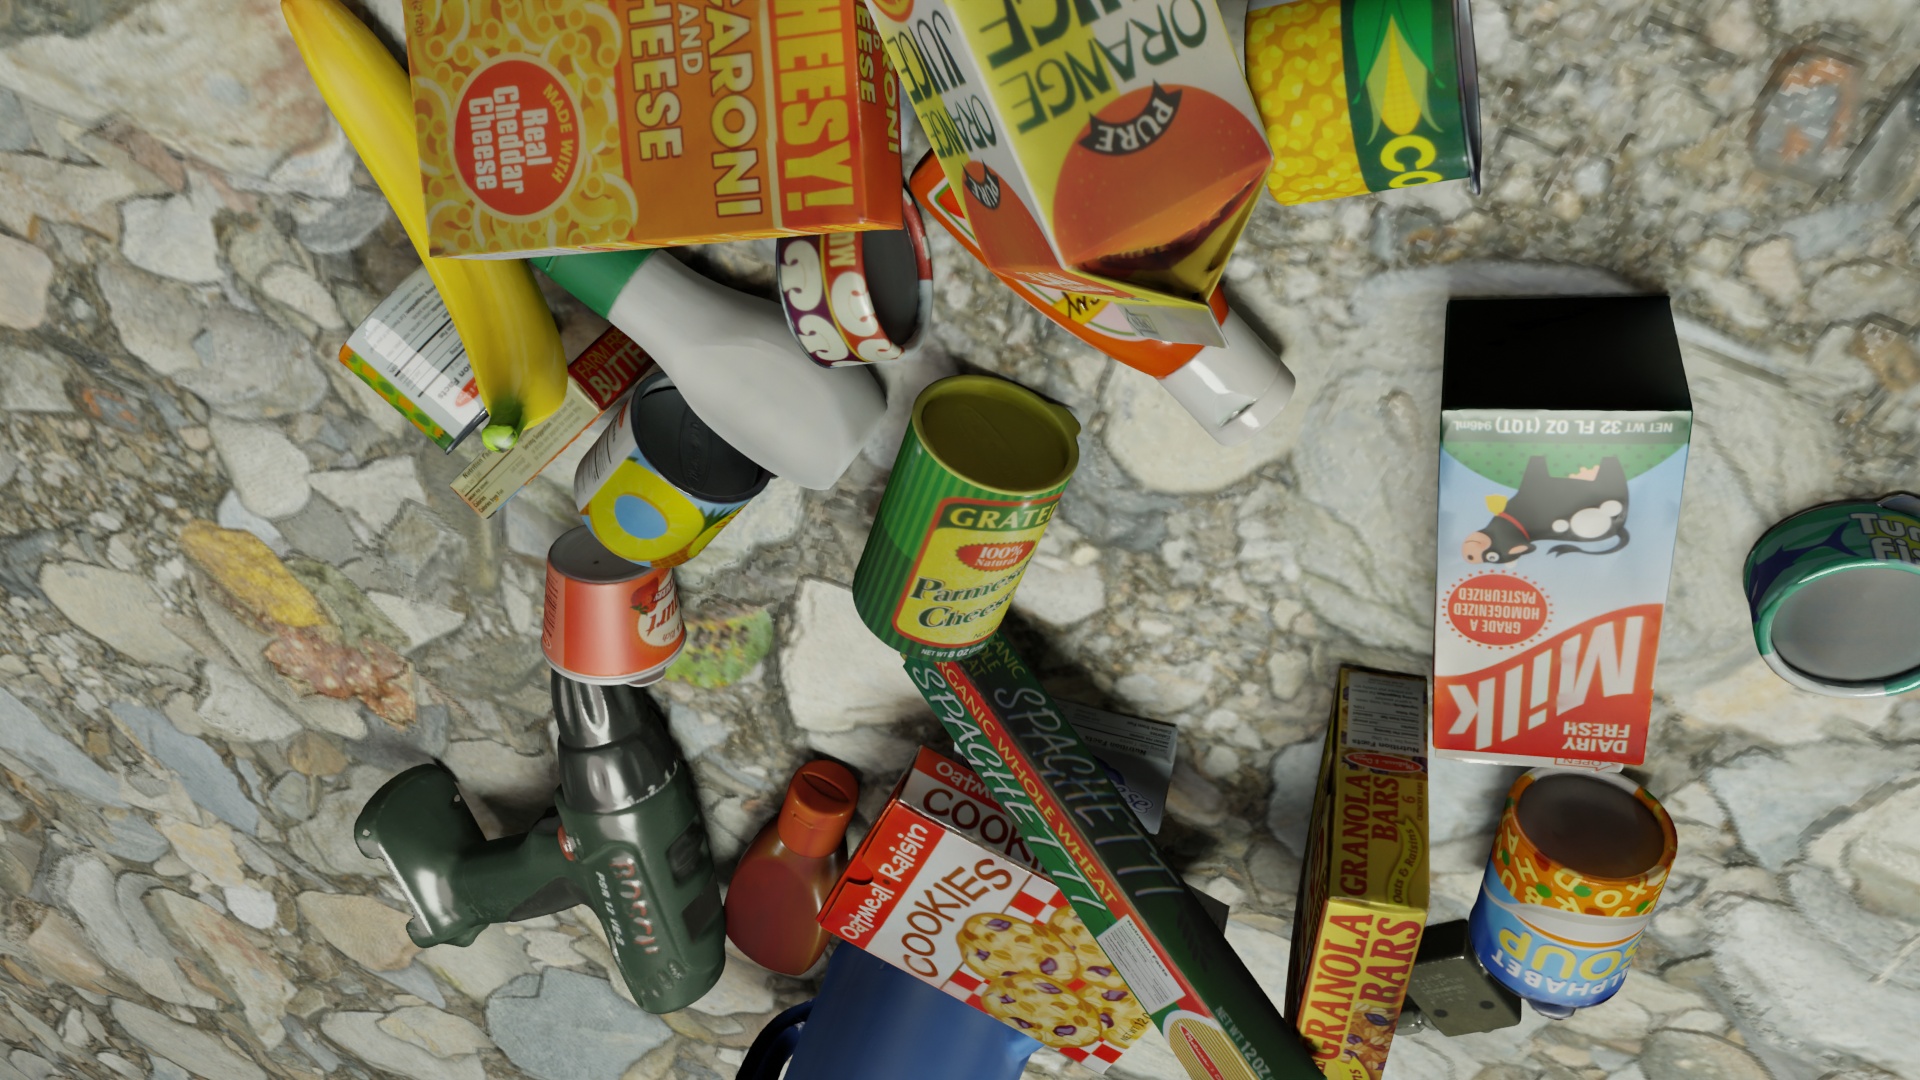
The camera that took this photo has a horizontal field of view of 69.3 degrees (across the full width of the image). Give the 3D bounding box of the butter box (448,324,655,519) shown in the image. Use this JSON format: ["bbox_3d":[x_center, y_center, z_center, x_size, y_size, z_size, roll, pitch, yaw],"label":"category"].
[{"bbox_3d":[-0.175,-0.052,0.600,0.103,0.053,0.024,-33,108,37],"label":"butter box"}]

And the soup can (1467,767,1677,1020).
[{"bbox_3d":[0.255,0.146,0.582,0.071,0.072,0.083,9,130,14],"label":"soup can"}]

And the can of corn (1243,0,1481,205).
[{"bbox_3d":[0.120,-0.133,0.409,0.058,0.071,0.071,-4,126,25],"label":"can of corn"}]

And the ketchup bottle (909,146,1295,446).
[{"bbox_3d":[0.055,-0.095,0.483,0.148,0.044,0.064,42,124,-15],"label":"ketchup bottle"}]

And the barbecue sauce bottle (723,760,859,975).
[{"bbox_3d":[-0.089,0.178,0.760,0.065,0.044,0.147,30,132,10],"label":"barbecue sauce bottle"}]

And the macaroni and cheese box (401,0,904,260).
[{"bbox_3d":[-0.103,-0.161,0.461,0.166,0.040,0.123,0,99,20],"label":"macaroni and cheese box"}]

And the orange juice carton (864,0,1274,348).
[{"bbox_3d":[0.026,-0.142,0.397,0.073,0.072,0.192,-30,107,-9],"label":"orange juice carton"}]

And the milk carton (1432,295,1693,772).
[{"bbox_3d":[0.206,0.014,0.492,0.072,0.074,0.189,2,128,19],"label":"milk carton"}]

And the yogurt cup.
[{"bbox_3d":[-0.164,0.027,0.654,0.072,0.073,0.053,13,123,11],"label":"yogurt cup"}]

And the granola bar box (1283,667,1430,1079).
[{"bbox_3d":[0.165,0.156,0.589,0.039,0.125,0.164,7,129,12],"label":"granola bar box"}]

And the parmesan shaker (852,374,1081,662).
[{"bbox_3d":[0.002,-0.007,0.561,0.071,0.072,0.102,24,132,2],"label":"parmesan shaker"}]

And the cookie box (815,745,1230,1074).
[{"bbox_3d":[0.026,0.184,0.679,0.167,0.040,0.122,28,131,-1],"label":"cookie box"}]

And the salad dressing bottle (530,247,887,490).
[{"bbox_3d":[-0.100,-0.080,0.555,0.147,0.044,0.064,37,132,-8],"label":"salad dressing bottle"}]

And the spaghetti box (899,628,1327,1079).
[{"bbox_3d":[0.058,0.133,0.589,0.250,0.029,0.050,54,150,17],"label":"spaghetti box"}]

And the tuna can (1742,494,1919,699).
[{"bbox_3d":[0.313,0.020,0.483,0.071,0.033,0.070,11,131,13],"label":"tuna can"}]

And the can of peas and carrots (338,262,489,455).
[{"bbox_3d":[-0.216,-0.080,0.586,0.058,0.071,0.070,44,129,-15],"label":"can of peas and carrots"}]

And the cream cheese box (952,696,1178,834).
[{"bbox_3d":[0.048,0.101,0.657,0.104,0.024,0.053,13,129,11],"label":"cream cheese box"}]

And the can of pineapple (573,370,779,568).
[{"bbox_3d":[-0.120,-0.029,0.589,0.071,0.071,0.057,40,131,-12],"label":"can of pineapple"}]

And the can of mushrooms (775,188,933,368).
[{"bbox_3d":[-0.037,-0.098,0.499,0.033,0.071,0.070,-3,126,23],"label":"can of mushrooms"}]
